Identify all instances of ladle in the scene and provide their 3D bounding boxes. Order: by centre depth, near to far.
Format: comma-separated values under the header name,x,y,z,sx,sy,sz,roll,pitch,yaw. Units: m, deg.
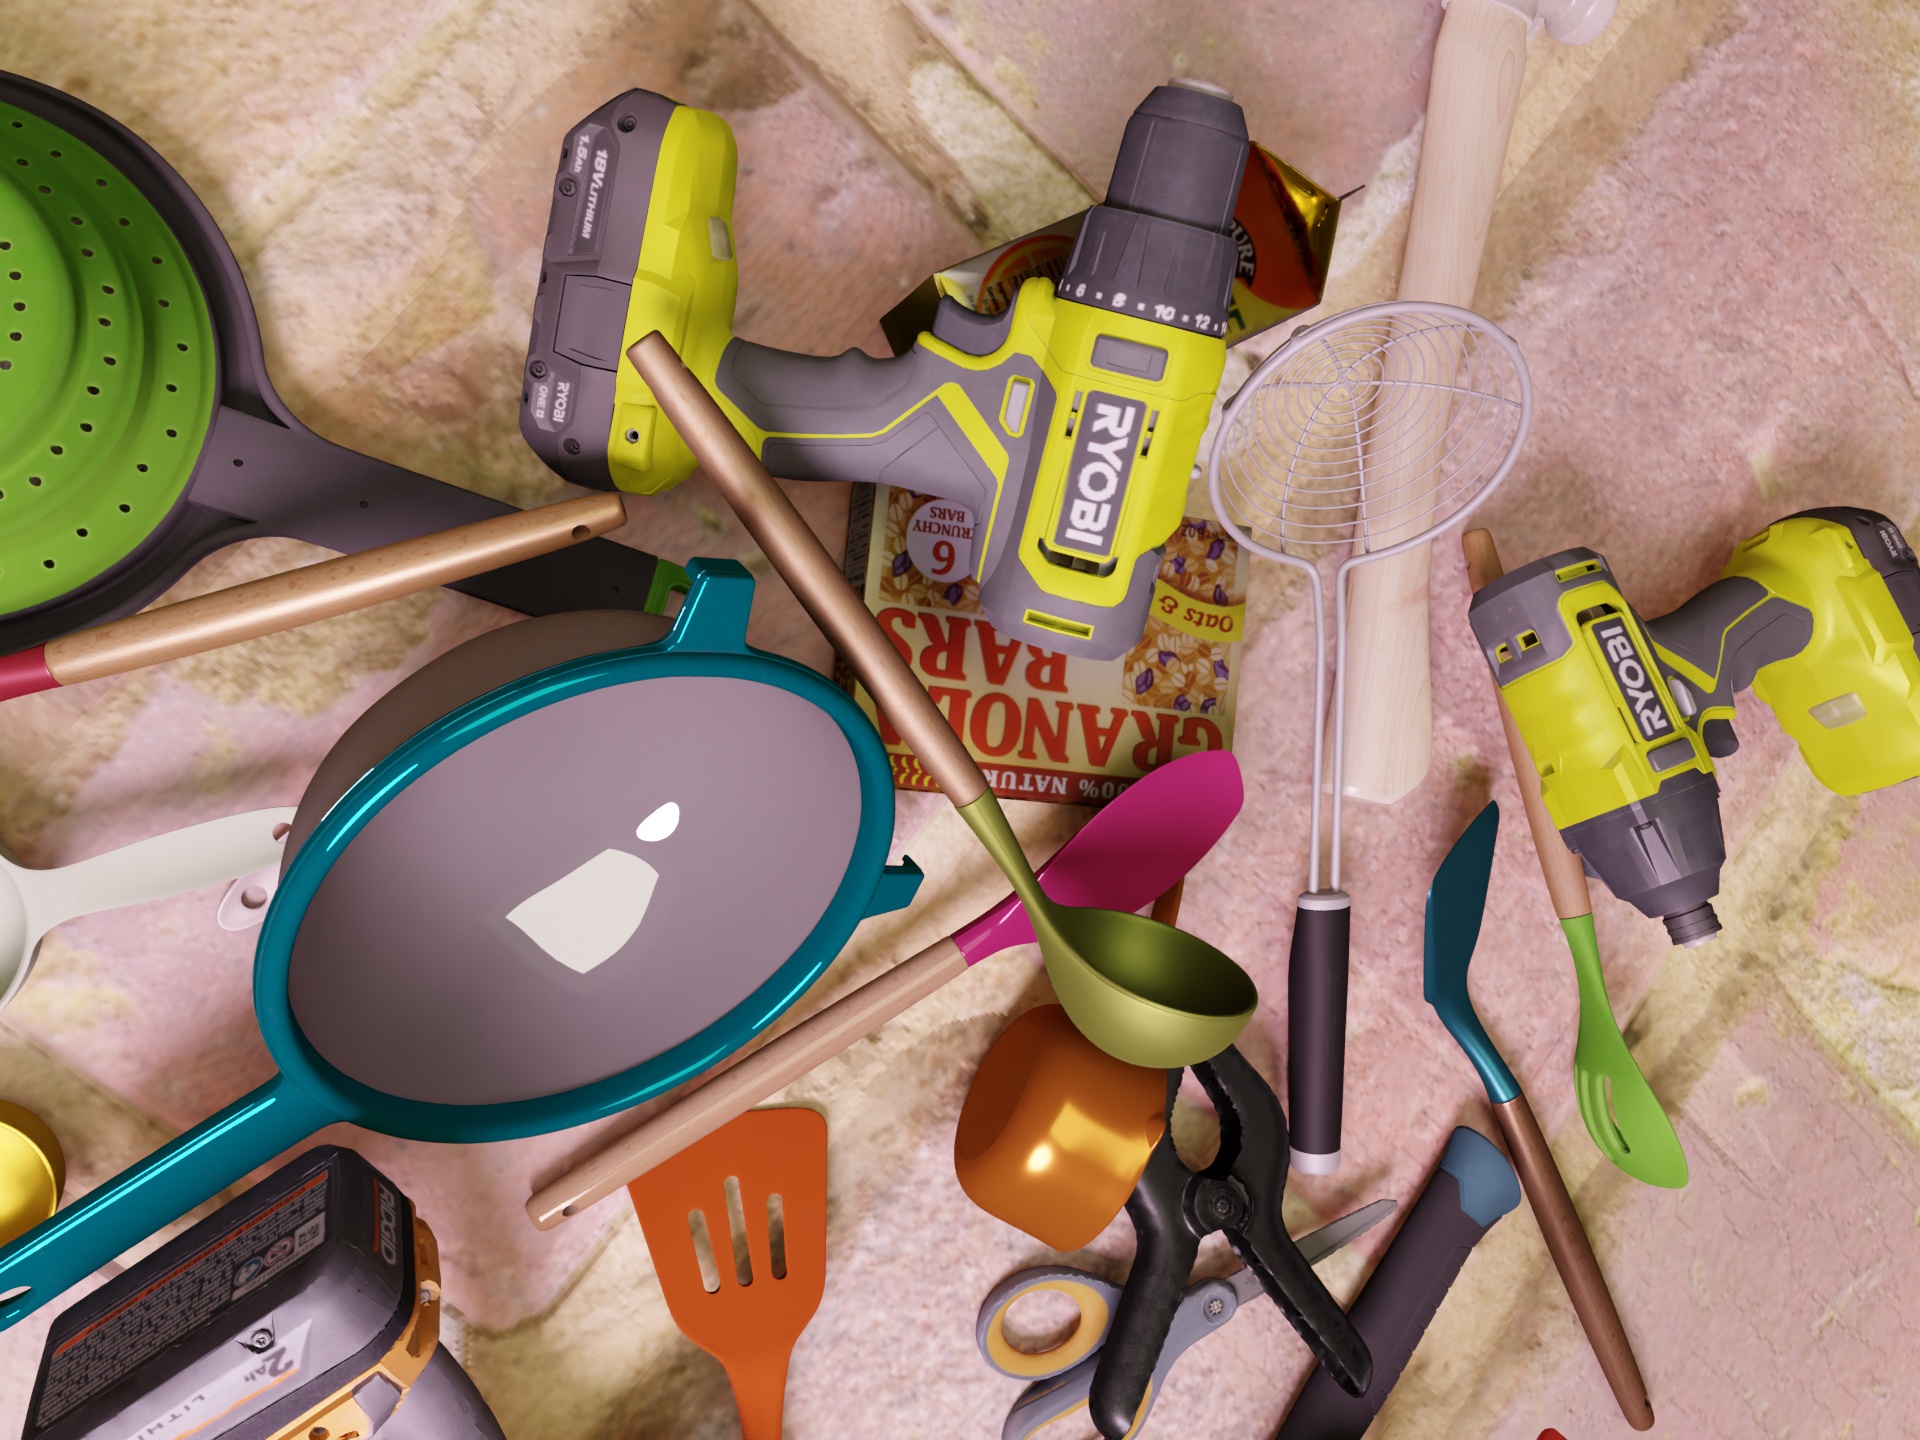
name,x,y,z,sx,sy,sz,roll,pitch,yaw
ladle,-0.260,-0.025,0.501,0.315,0.069,0.031,-16,52,-4
ladle,-0.001,-0.002,0.542,0.062,0.078,0.320,-34,108,6

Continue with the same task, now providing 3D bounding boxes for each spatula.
name,x,y,z,sx,sy,sz,roll,pitch,yaw
spatula,-0.074,0.314,0.612,0.081,0.041,0.322,-6,95,-19
spatula,0.268,0.194,0.728,0.082,0.044,0.317,-35,104,-45

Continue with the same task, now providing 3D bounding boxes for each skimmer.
name,x,y,z,sx,sy,sz,roll,pitch,yaw
skimmer,0.159,0.021,0.641,0.127,0.090,0.363,-2,99,-10

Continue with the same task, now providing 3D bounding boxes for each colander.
name,x,y,z,sx,sy,sz,roll,pitch,yaw
colander,-0.253,-0.094,0.513,0.397,0.094,0.204,19,83,-19

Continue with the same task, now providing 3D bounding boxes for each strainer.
name,x,y,z,sx,sy,sz,roll,pitch,yaw
strainer,-0.187,0.072,0.529,0.340,0.095,0.210,-33,142,-6

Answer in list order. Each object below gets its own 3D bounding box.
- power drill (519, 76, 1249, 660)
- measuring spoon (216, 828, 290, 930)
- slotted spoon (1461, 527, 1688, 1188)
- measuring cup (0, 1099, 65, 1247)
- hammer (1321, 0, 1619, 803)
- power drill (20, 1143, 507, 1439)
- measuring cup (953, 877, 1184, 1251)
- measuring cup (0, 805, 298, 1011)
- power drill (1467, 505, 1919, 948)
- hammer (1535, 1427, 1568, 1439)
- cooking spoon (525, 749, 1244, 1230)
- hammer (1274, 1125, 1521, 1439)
name,x,y,z,sx,sy,sz,roll,pitch,yaw
power drill,-0.021,-0.139,0.549,0.228,0.080,0.190,14,105,3
measuring spoon,-0.216,0.029,0.570,0.124,0.018,0.034,-43,116,-9
slotted spoon,0.275,0.064,0.732,0.031,0.070,0.314,-13,88,-5
measuring cup,-0.348,0.192,0.516,0.062,0.029,0.156,32,90,-19
hammer,0.200,-0.168,0.714,0.146,0.038,0.411,12,85,-18
power drill,-0.198,0.268,0.514,0.185,0.084,0.226,-33,118,-6
measuring cup,0.048,0.120,0.638,0.052,0.095,0.174,27,62,-13
measuring cup,-0.297,0.056,0.526,0.167,0.038,0.083,-16,95,-22
power drill,0.347,-0.006,0.714,0.223,0.080,0.171,-16,78,-27
hammer,0.116,0.430,0.599,0.386,0.038,0.143,-48,146,-5
cooking spoon,-0.023,0.102,0.611,0.319,0.017,0.068,-31,135,-11
hammer,0.146,0.324,0.687,0.128,0.033,0.331,41,76,-16
